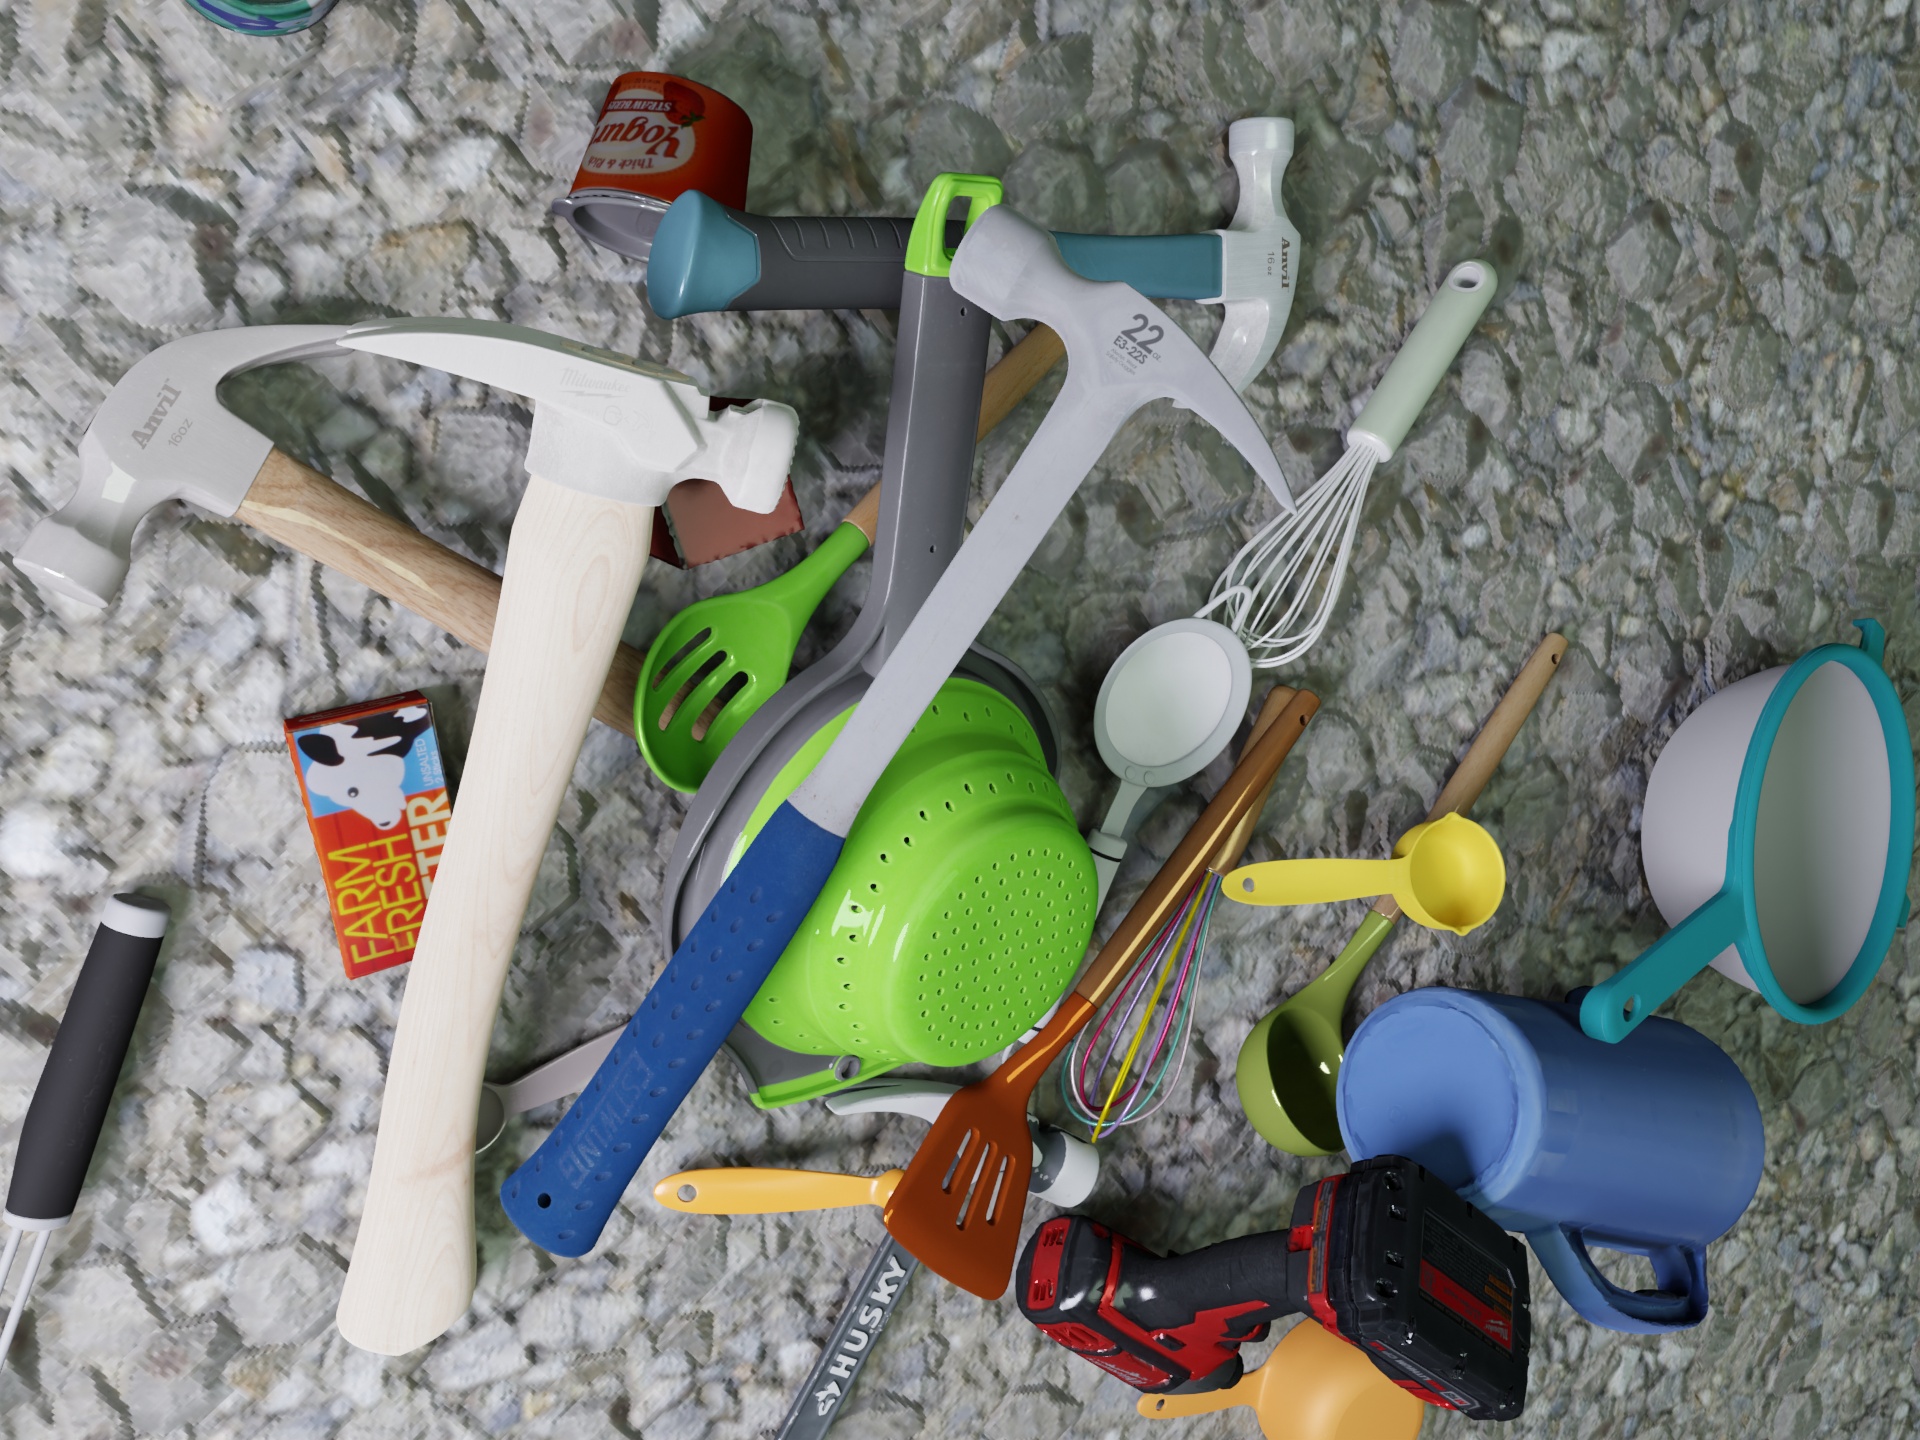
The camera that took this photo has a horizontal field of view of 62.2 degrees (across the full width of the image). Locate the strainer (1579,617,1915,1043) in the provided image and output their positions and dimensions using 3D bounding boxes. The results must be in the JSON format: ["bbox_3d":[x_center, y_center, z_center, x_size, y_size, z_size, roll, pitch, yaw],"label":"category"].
[{"bbox_3d":[0.407,0.083,0.874,0.340,0.095,0.211,-25,108,-33],"label":"strainer"}]

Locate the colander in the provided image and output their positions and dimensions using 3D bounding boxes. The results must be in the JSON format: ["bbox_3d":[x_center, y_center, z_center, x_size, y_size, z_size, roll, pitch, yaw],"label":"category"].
[{"bbox_3d":[-0.001,-0.002,0.623,0.204,0.095,0.397,-11,119,-39],"label":"colander"}]

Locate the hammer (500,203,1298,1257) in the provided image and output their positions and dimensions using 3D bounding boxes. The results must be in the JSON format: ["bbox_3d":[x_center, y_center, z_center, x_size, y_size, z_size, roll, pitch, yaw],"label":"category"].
[{"bbox_3d":[-0.041,0.029,0.567,0.144,0.035,0.405,36,101,8],"label":"hammer"}]

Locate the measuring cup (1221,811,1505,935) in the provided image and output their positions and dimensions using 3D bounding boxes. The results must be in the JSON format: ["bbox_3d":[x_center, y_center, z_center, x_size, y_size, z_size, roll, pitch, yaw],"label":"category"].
[{"bbox_3d":[0.198,0.079,0.797,0.156,0.029,0.062,-1,83,-16],"label":"measuring cup"}]

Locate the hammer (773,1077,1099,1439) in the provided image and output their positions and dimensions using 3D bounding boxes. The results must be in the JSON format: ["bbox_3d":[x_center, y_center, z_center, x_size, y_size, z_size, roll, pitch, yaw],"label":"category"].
[{"bbox_3d":[-0.089,0.353,0.741,0.149,0.036,0.409,31,86,-27],"label":"hammer"}]

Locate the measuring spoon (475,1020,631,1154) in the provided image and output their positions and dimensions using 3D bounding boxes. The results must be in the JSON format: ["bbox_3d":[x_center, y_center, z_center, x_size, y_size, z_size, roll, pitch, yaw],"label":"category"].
[{"bbox_3d":[-0.169,0.147,0.675,0.124,0.018,0.034,-21,115,-28],"label":"measuring spoon"}]

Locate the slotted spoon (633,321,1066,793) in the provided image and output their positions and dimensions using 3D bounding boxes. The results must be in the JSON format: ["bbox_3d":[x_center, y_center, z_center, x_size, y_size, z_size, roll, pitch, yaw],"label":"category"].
[{"bbox_3d":[-0.026,-0.093,0.664,0.314,0.031,0.070,-48,128,-21],"label":"slotted spoon"}]

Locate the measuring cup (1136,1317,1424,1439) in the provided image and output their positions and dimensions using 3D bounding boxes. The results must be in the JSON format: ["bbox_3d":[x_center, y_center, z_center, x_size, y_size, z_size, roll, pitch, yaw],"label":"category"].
[{"bbox_3d":[0.179,0.377,0.866,0.173,0.052,0.095,7,97,-29],"label":"measuring cup"}]

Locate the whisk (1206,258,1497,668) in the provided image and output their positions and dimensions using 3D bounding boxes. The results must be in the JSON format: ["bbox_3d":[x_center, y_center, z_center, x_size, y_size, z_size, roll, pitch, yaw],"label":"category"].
[{"bbox_3d":[0.197,-0.128,0.783,0.246,0.058,0.059,-57,152,-9],"label":"whisk"}]

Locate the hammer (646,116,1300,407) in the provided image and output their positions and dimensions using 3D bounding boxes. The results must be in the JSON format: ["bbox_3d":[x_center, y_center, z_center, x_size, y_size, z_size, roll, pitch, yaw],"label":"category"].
[{"bbox_3d":[0.023,-0.188,0.649,0.331,0.033,0.128,-12,105,-37],"label":"hammer"}]

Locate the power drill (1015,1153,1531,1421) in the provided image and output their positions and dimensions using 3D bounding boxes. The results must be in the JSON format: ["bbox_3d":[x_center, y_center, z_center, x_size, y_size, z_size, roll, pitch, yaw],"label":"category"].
[{"bbox_3d":[0.146,0.277,0.750,0.143,0.219,0.079,39,48,-26],"label":"power drill"}]

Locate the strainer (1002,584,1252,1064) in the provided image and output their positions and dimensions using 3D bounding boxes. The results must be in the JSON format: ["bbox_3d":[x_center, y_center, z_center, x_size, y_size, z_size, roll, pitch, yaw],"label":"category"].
[{"bbox_3d":[0.070,0.051,0.756,0.086,0.050,0.258,18,98,-33],"label":"strainer"}]

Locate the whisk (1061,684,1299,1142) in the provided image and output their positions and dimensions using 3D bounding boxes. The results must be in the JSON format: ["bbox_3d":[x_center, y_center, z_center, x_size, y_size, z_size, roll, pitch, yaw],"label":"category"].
[{"bbox_3d":[0.114,0.095,0.790,0.047,0.051,0.245,32,81,-49],"label":"whisk"}]

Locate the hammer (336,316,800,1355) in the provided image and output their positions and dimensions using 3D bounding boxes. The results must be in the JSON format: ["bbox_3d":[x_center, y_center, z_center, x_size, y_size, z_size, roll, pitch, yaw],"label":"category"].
[{"bbox_3d":[-0.184,0.062,0.581,0.146,0.038,0.410,14,109,-15],"label":"hammer"}]

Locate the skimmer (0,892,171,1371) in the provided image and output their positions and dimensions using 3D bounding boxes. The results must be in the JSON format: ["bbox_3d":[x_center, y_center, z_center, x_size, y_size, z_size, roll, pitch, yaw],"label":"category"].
[{"bbox_3d":[-0.333,0.247,0.569,0.127,0.090,0.363,20,88,-60],"label":"skimmer"}]

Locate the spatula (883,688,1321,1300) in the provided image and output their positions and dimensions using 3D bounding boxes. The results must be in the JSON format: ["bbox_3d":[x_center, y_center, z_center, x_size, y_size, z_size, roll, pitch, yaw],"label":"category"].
[{"bbox_3d":[0.078,0.114,0.743,0.081,0.041,0.322,43,79,-27],"label":"spatula"}]

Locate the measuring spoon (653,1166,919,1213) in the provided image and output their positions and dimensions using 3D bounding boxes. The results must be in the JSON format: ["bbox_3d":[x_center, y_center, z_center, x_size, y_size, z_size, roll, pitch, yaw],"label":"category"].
[{"bbox_3d":[-0.076,0.208,0.698,0.117,0.011,0.021,2,94,-6],"label":"measuring spoon"}]

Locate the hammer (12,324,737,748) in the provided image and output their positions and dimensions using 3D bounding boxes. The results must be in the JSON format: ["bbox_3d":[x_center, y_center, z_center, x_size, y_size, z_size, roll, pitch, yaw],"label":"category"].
[{"bbox_3d":[-0.165,-0.035,0.616,0.331,0.031,0.130,32,70,-32],"label":"hammer"}]

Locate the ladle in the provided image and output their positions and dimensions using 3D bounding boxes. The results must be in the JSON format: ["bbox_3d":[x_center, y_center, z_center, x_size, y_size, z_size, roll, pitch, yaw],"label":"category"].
[{"bbox_3d":[0.245,0.085,0.840,0.078,0.062,0.320,40,79,-25],"label":"ladle"}]
